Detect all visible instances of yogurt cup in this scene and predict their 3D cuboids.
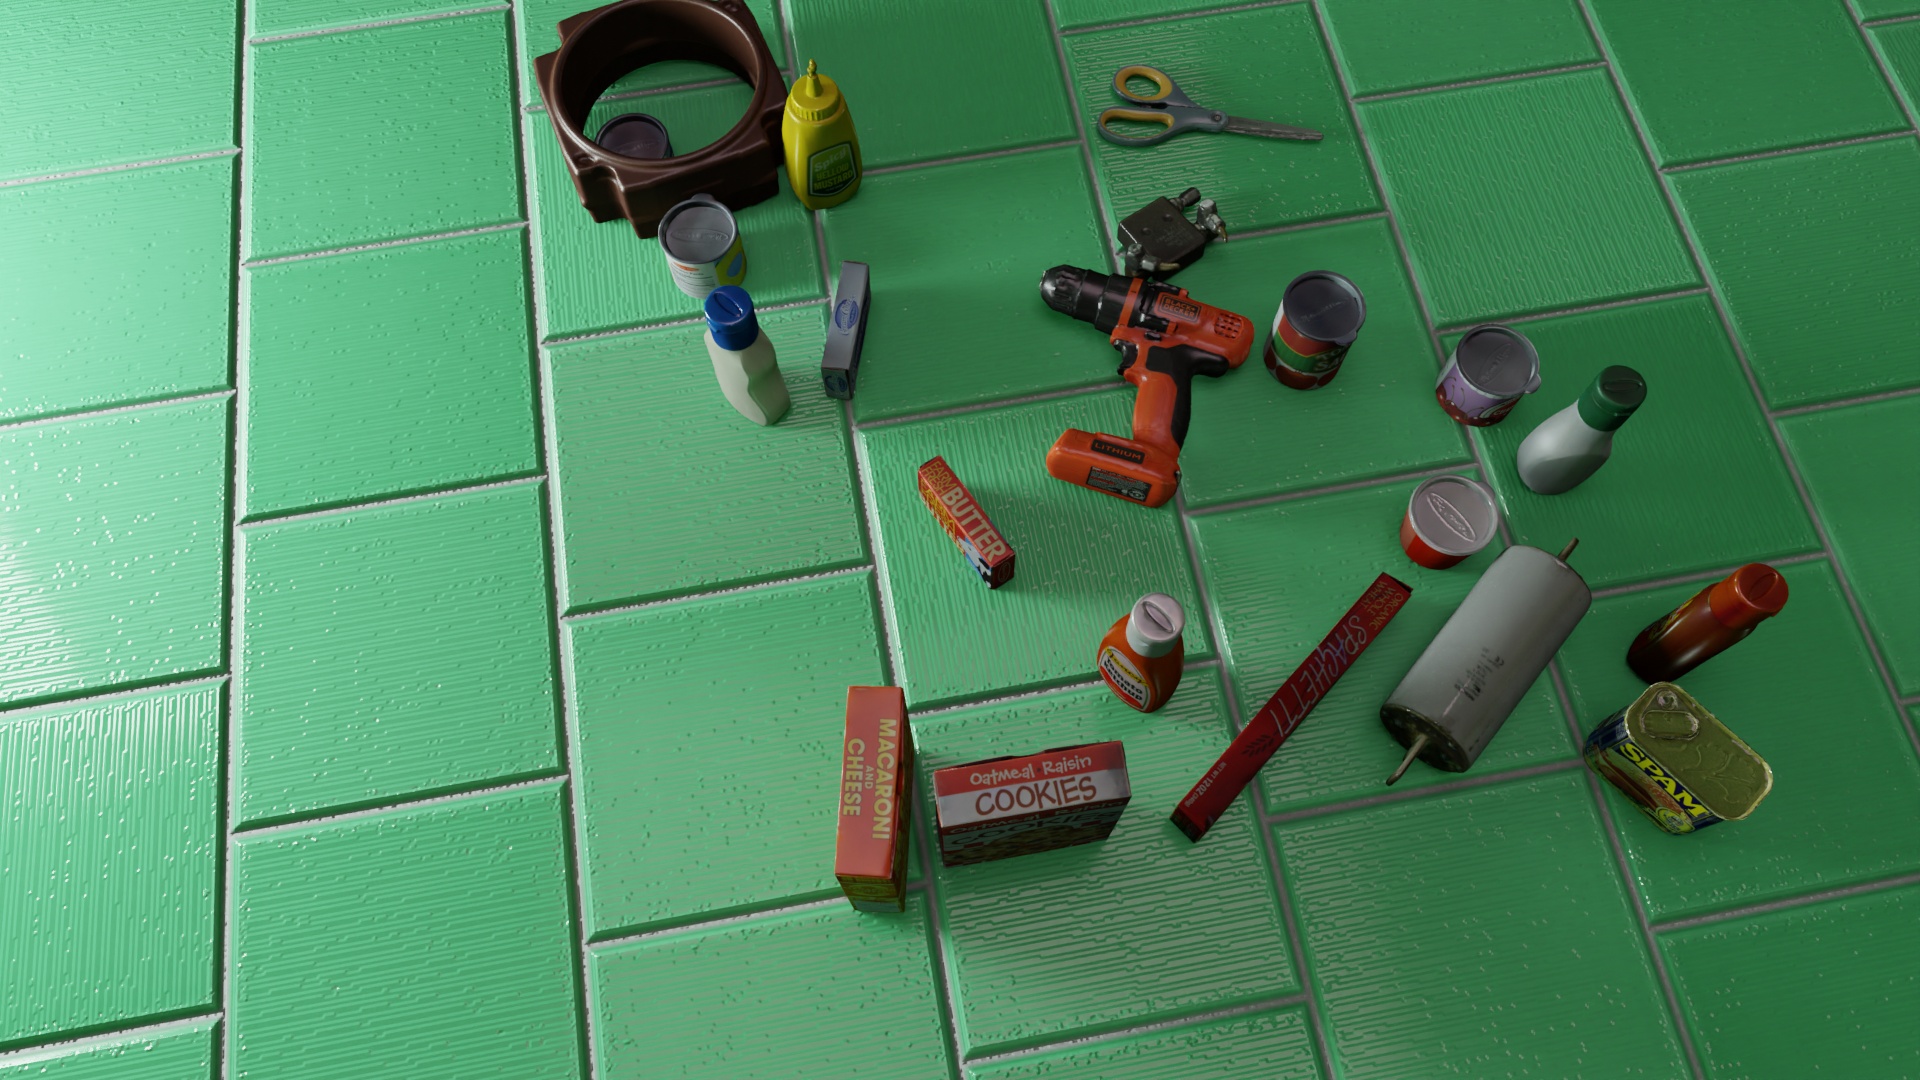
[{"bbox_3d":[0.378,-0.011,1.087,0.072,0.053,0.072,0,68,0],"label":"yogurt cup"}]

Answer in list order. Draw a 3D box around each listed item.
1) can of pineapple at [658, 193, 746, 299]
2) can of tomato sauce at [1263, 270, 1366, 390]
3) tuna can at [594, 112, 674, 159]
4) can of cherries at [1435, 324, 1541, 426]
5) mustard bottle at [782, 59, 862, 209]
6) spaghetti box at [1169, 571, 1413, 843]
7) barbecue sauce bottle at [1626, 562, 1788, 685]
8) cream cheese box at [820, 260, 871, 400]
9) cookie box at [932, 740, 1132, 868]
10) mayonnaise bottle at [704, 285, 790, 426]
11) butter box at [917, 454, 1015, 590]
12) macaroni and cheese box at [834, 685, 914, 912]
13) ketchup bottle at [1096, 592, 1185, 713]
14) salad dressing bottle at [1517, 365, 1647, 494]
[{"bbox_3d":[-0.217,-0.249,1.182,0.071,0.057,0.071,0,68,0],"label":"can of pineapple"},{"bbox_3d":[0.290,-0.169,1.136,0.071,0.082,0.071,0,68,0],"label":"can of tomato sauce"},{"bbox_3d":[-0.288,-0.341,1.234,0.071,0.032,0.071,0,68,0],"label":"tuna can"},{"bbox_3d":[0.431,-0.132,1.135,0.071,0.058,0.072,0,68,0],"label":"can of cherries"},{"bbox_3d":[-0.119,-0.343,1.166,0.065,0.159,0.049,-25,70,-10],"label":"mustard bottle"},{"bbox_3d":[0.247,0.122,1.034,0.029,0.050,0.251,41,73,15],"label":"spaghetti box"},{"bbox_3d":[0.543,0.059,1.007,0.065,0.148,0.044,-37,73,-14],"label":"barbecue sauce bottle"},{"bbox_3d":[-0.094,-0.174,1.154,0.024,0.053,0.104,7,68,3],"label":"cream cheese box"},{"bbox_3d":[0.045,0.181,0.945,0.123,0.166,0.040,-9,68,-4],"label":"cookie box"},{"bbox_3d":[-0.170,-0.146,1.091,0.065,0.147,0.041,40,73,15],"label":"mayonnaise bottle"},{"bbox_3d":[0.004,-0.014,1.087,0.024,0.053,0.104,-33,71,-12],"label":"butter box"},{"bbox_3d":[-0.055,0.180,0.946,0.040,0.165,0.124,2,68,1],"label":"macaroni and cheese box"},{"bbox_3d":[0.133,0.078,0.998,0.043,0.148,0.065,-41,73,-15],"label":"ketchup bottle"},{"bbox_3d":[0.477,-0.084,1.067,0.064,0.147,0.044,-2,68,-1],"label":"salad dressing bottle"}]
